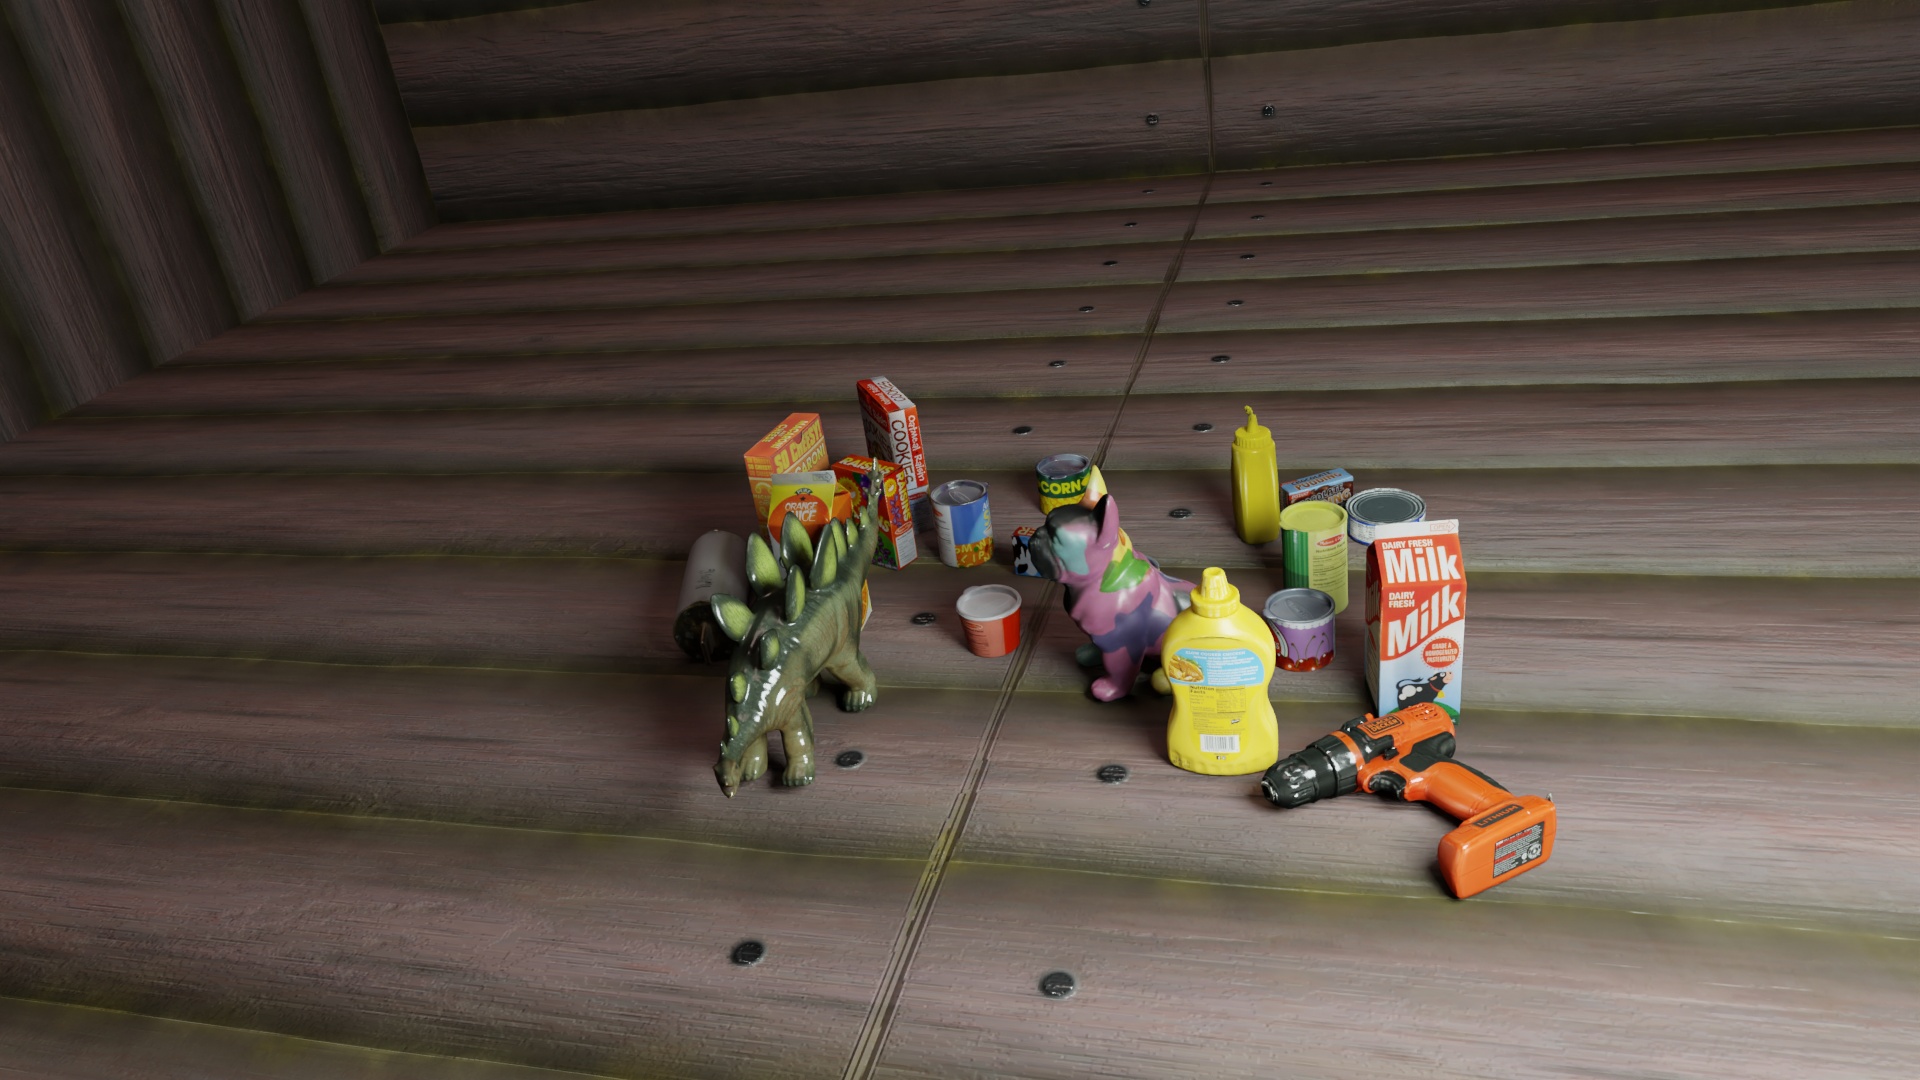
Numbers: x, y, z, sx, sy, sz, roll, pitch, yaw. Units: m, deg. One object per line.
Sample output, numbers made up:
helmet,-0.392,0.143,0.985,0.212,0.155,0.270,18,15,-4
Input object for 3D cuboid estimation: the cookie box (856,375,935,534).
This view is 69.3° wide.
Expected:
cookie box,-0.082,-0.106,1.717,0.040,0.166,0.123,-17,28,-16

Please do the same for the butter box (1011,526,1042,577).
butter box,0.110,0.016,1.554,0.103,0.053,0.024,6,31,26

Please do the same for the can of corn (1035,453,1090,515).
can of corn,0.127,-0.066,1.701,0.071,0.058,0.071,-7,27,4

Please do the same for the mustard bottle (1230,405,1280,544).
mustard bottle,0.329,-0.076,1.553,0.049,0.159,0.065,-9,27,-1

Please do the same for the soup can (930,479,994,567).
soup can,0.006,-0.020,1.620,0.071,0.083,0.072,-7,27,4

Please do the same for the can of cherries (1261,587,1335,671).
can of cherries,0.328,0.087,1.352,0.071,0.058,0.072,-7,27,4

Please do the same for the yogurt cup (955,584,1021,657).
yogurt cup,0.032,0.085,1.443,0.072,0.053,0.073,-7,27,4

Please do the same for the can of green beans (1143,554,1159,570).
can of green beans,0.177,0.054,1.457,0.071,0.057,0.071,-7,27,4

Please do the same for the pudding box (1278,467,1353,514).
pudding box,0.409,-0.049,1.598,0.084,0.049,0.030,-15,28,-12

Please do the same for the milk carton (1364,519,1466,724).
milk carton,0.400,0.068,1.226,0.072,0.189,0.074,-5,27,7

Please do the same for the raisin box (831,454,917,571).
raisin box,-0.100,-0.034,1.632,0.086,0.122,0.040,15,35,38

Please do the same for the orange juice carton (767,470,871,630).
orange juice carton,-0.152,0.013,1.482,0.072,0.191,0.073,-1,28,14

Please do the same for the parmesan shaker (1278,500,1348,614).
parmesan shaker,0.360,0.020,1.422,0.071,0.102,0.071,-7,27,4

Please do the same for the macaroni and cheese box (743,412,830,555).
macaroni and cheese box,-0.194,-0.051,1.645,0.040,0.165,0.124,4,30,23
